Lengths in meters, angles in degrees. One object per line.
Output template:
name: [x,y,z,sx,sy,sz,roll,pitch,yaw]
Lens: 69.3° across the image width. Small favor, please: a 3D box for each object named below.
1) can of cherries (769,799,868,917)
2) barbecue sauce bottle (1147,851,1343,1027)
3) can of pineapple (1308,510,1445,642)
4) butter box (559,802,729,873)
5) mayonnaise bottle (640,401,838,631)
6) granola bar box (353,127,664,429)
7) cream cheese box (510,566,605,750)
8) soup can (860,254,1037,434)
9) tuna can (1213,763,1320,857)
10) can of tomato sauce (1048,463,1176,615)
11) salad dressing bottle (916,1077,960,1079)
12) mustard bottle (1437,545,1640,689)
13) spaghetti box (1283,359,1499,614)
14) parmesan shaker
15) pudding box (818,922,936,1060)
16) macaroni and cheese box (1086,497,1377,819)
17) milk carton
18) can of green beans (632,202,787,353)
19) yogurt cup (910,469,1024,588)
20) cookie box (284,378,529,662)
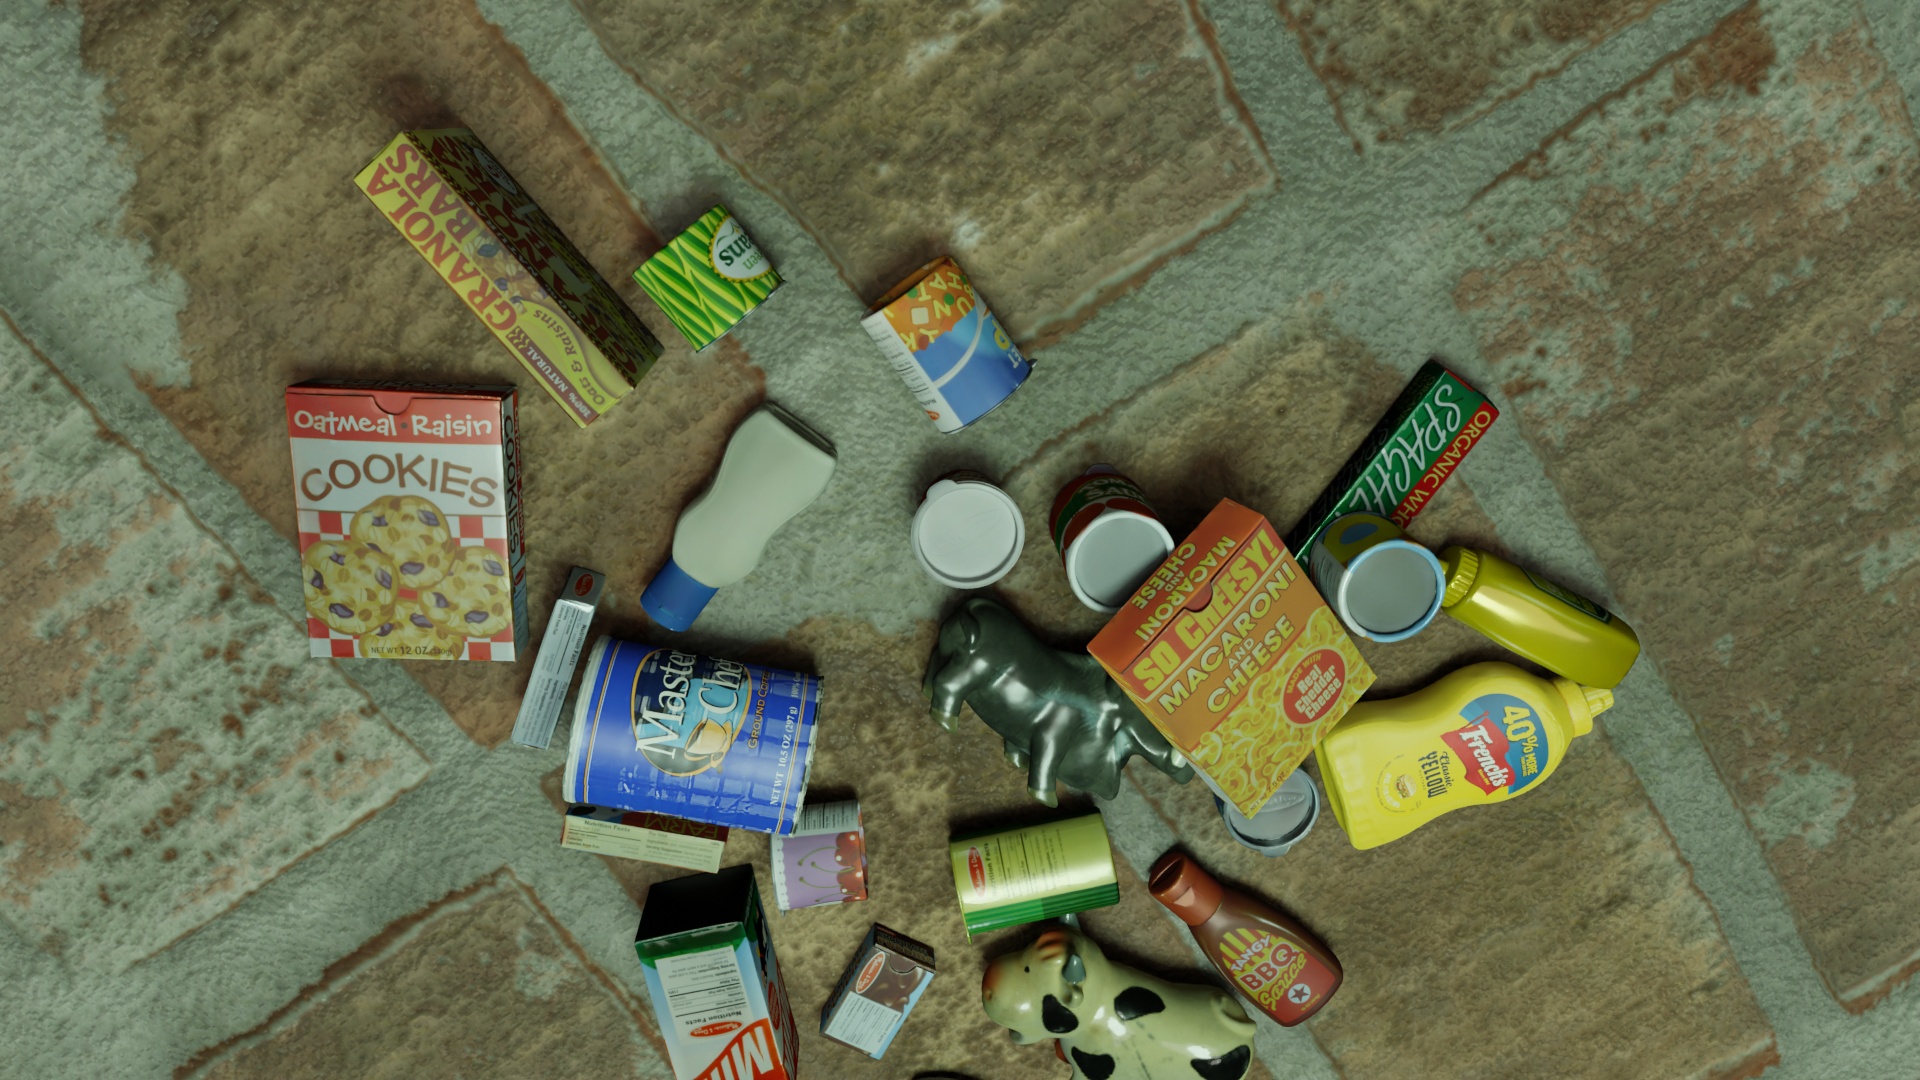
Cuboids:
can of cherries: [-0.092,0.208,0.908,0.058,0.072,0.071,-6,108,-3]
barbecue sauce bottle: [0.193,0.272,0.960,0.148,0.044,0.064,41,102,-14]
can of pineapple: [0.254,0.021,0.844,0.071,0.058,0.070,-1,109,-4]
butter box: [-0.202,0.186,0.901,0.103,0.053,0.024,12,104,-8]
mayonnaise bottle: [-0.140,-0.011,0.849,0.065,0.041,0.147,36,103,-12]
granola bar box: [-0.238,-0.145,0.754,0.039,0.124,0.165,-38,106,8]
cream cheese box: [-0.249,0.073,0.861,0.024,0.053,0.103,19,106,-11]
soup can: [-0.006,-0.116,0.811,0.071,0.071,0.083,-35,107,8]
tuna can: [0.206,0.174,0.935,0.071,0.033,0.070,-1,108,-3]
can of tomato sauce: [0.092,-0.001,0.844,0.071,0.083,0.071,-1,109,-3]
salad dressing bottle: [0.029,0.432,1.001,0.148,0.044,0.064,21,103,-11]
mustard bottle: [0.351,0.041,0.888,0.160,0.065,0.048,25,108,-6]
spaghetti box: [0.241,-0.001,0.884,0.050,0.029,0.249,33,103,-14]
parmesan shaker: [0.049,0.221,0.921,0.103,0.071,0.071,-11,108,-1]
pudding box: [-0.057,0.313,0.964,0.049,0.030,0.083,27,104,-11]
macaroni and cheese box: [0.167,0.073,0.831,0.124,0.040,0.166,-47,126,-6]
milk carton: [-0.157,0.325,0.939,0.073,0.072,0.190,-11,107,0]
can of green beans: [-0.143,-0.149,0.790,0.071,0.071,0.057,-36,106,8]
yogurt cup: [0.003,-0.011,0.851,0.072,0.054,0.072,-1,108,-3]
cookie box: [-0.329,-0.011,0.835,0.123,0.040,0.166,2,108,-4]
